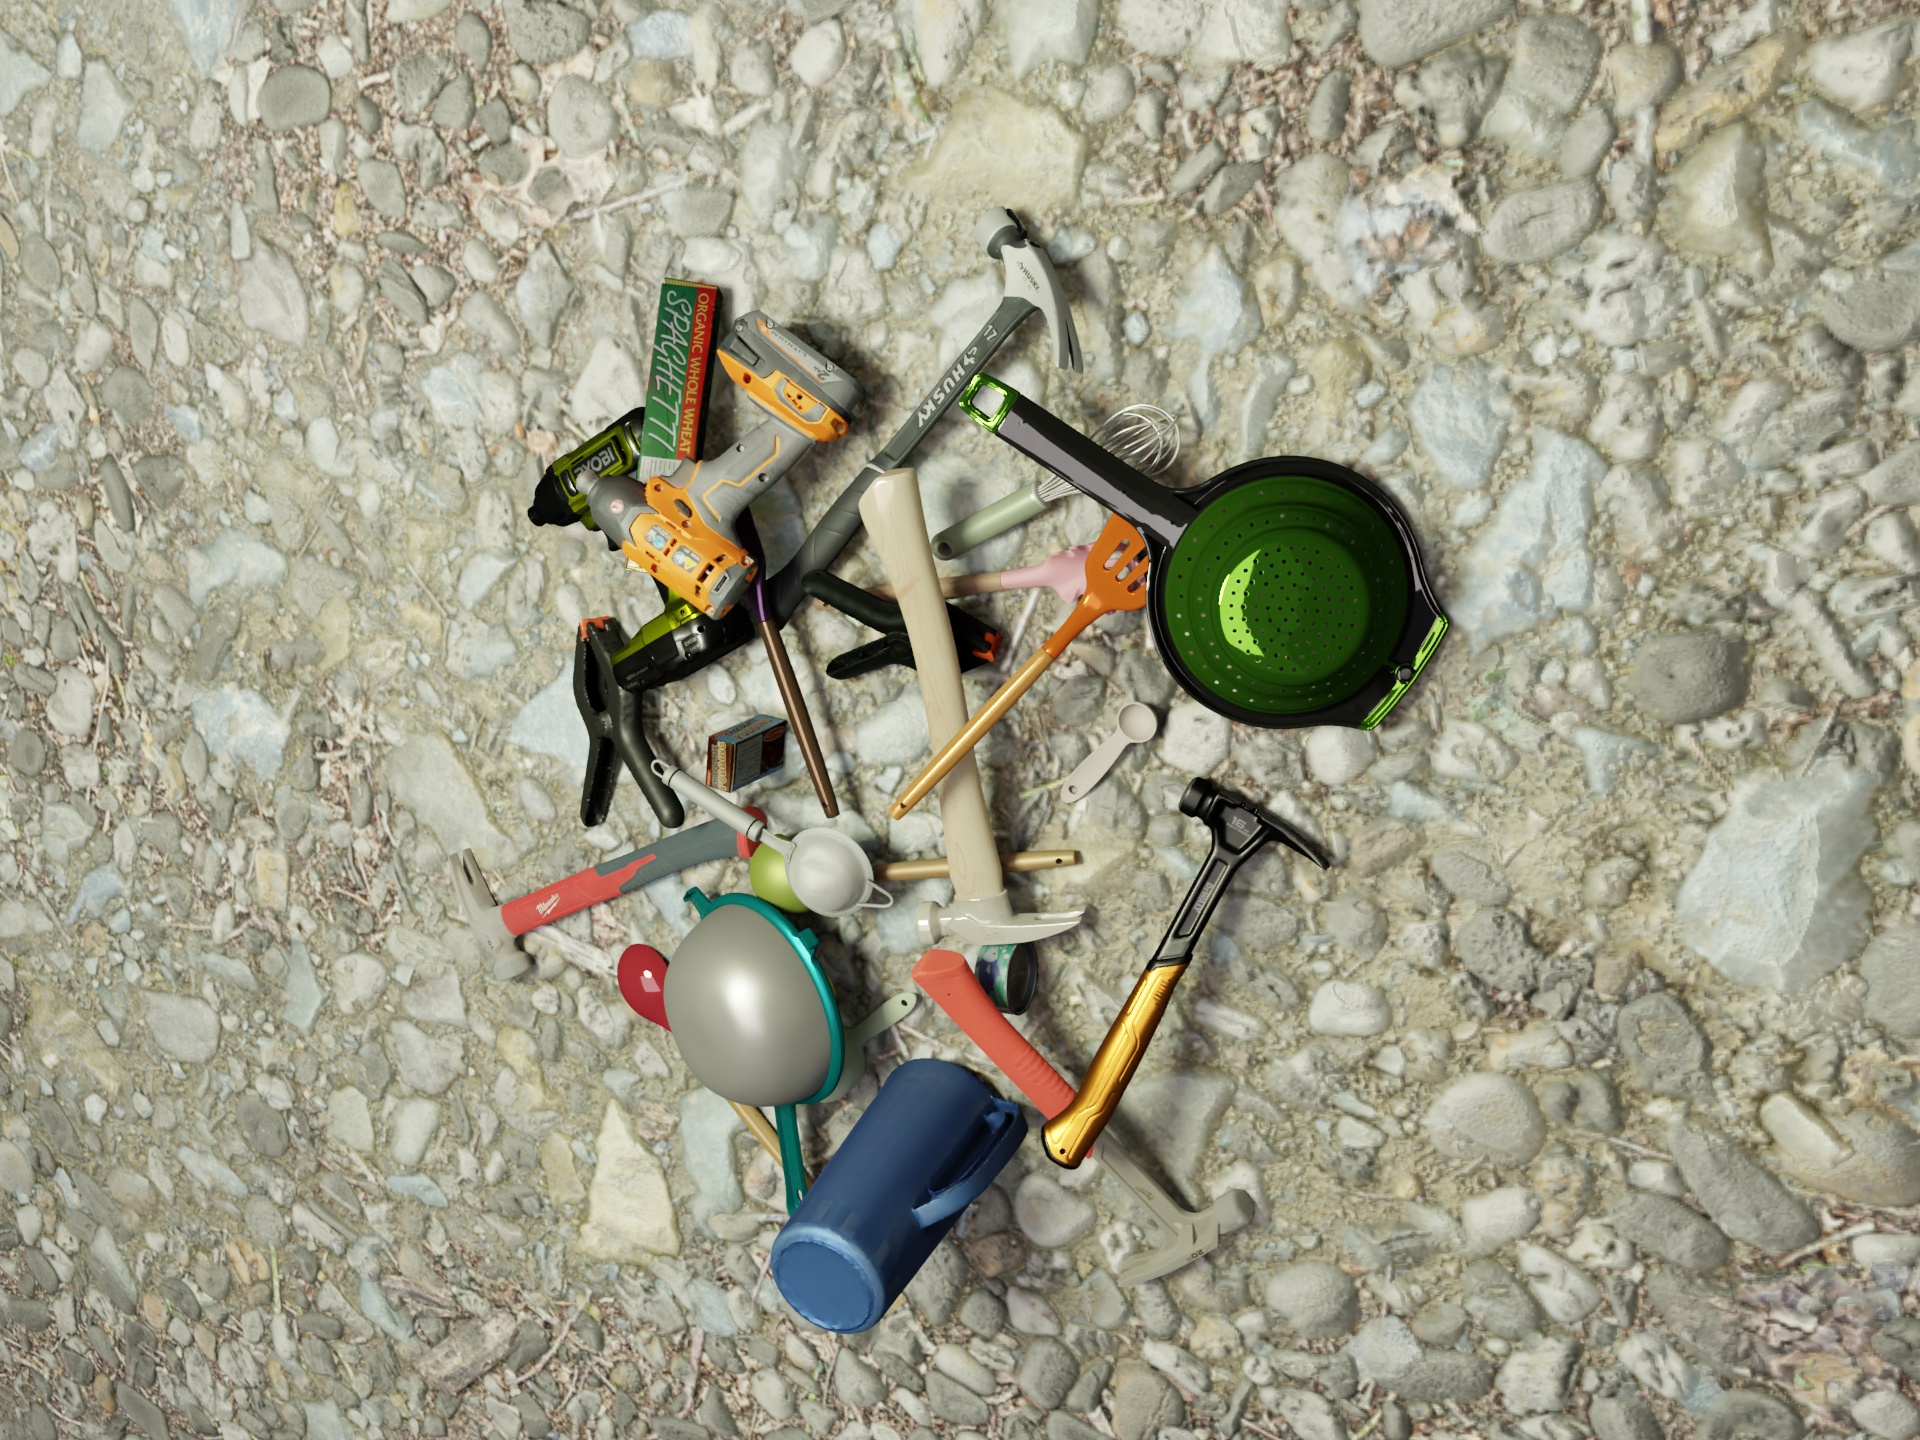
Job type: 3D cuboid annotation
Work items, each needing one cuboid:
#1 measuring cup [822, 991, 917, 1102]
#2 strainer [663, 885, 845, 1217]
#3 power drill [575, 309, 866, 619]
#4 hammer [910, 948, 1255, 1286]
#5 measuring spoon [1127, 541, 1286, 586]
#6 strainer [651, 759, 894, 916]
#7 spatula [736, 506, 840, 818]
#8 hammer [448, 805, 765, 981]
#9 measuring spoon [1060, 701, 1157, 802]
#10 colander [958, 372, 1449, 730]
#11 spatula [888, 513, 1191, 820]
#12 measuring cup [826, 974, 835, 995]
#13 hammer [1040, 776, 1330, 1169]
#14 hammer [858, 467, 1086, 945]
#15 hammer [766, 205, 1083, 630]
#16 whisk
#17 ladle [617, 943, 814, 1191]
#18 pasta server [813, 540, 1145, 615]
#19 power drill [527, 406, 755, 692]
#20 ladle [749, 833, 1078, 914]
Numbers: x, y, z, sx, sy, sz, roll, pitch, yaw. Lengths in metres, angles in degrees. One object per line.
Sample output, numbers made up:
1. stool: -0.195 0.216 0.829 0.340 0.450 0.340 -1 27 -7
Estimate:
1. measuring cup: -0.103 0.301 1.488 0.167 0.038 0.083 -40 85 32
2. strainer: -0.200 0.331 1.473 0.211 0.095 0.340 11 114 45
3. power drill: -0.200 -0.219 1.305 0.164 0.084 0.226 35 93 -1
4. hammer: 0.083 0.336 1.361 0.149 0.037 0.359 -38 101 28
5. measuring spoon: 0.188 -0.126 1.229 0.129 0.021 0.042 8 108 23
6. strainer: -0.176 0.104 1.410 0.258 0.050 0.086 31 117 17
7. spatula: -0.163 -0.062 1.385 0.060 0.018 0.316 -12 101 39
8. hammer: -0.351 0.142 1.567 0.386 0.038 0.143 -23 92 30
9. measuring spoon: 0.122 0.027 1.315 0.034 0.018 0.124 46 126 8
10. colander: 0.167 -0.130 1.141 0.397 0.094 0.204 33 103 0
11. spatula: 0.052 -0.035 1.246 0.081 0.041 0.322 43 103 -2
12. measuring cup: -0.180 0.265 1.531 0.156 0.029 0.062 -11 99 40
13. hammer: 0.165 0.220 1.283 0.127 0.034 0.337 30 99 15
14. hammer: -0.002 -0.004 1.301 0.146 0.038 0.410 -6 109 16
15. hammer: -0.050 -0.214 1.299 0.409 0.036 0.149 -46 60 33
16. whisk: 0.070 -0.183 1.260 0.246 0.059 0.057 -24 110 35
17. ladle: -0.241 0.354 1.582 0.069 0.031 0.315 -42 86 29
18. pasta server: 0.009 -0.110 1.315 0.316 0.040 0.060 -4 117 29
19. power drill: -0.294 -0.146 1.436 0.171 0.080 0.223 -26 88 29
20. ladle: -0.046 0.129 1.417 0.320 0.062 0.078 -7 105 21
